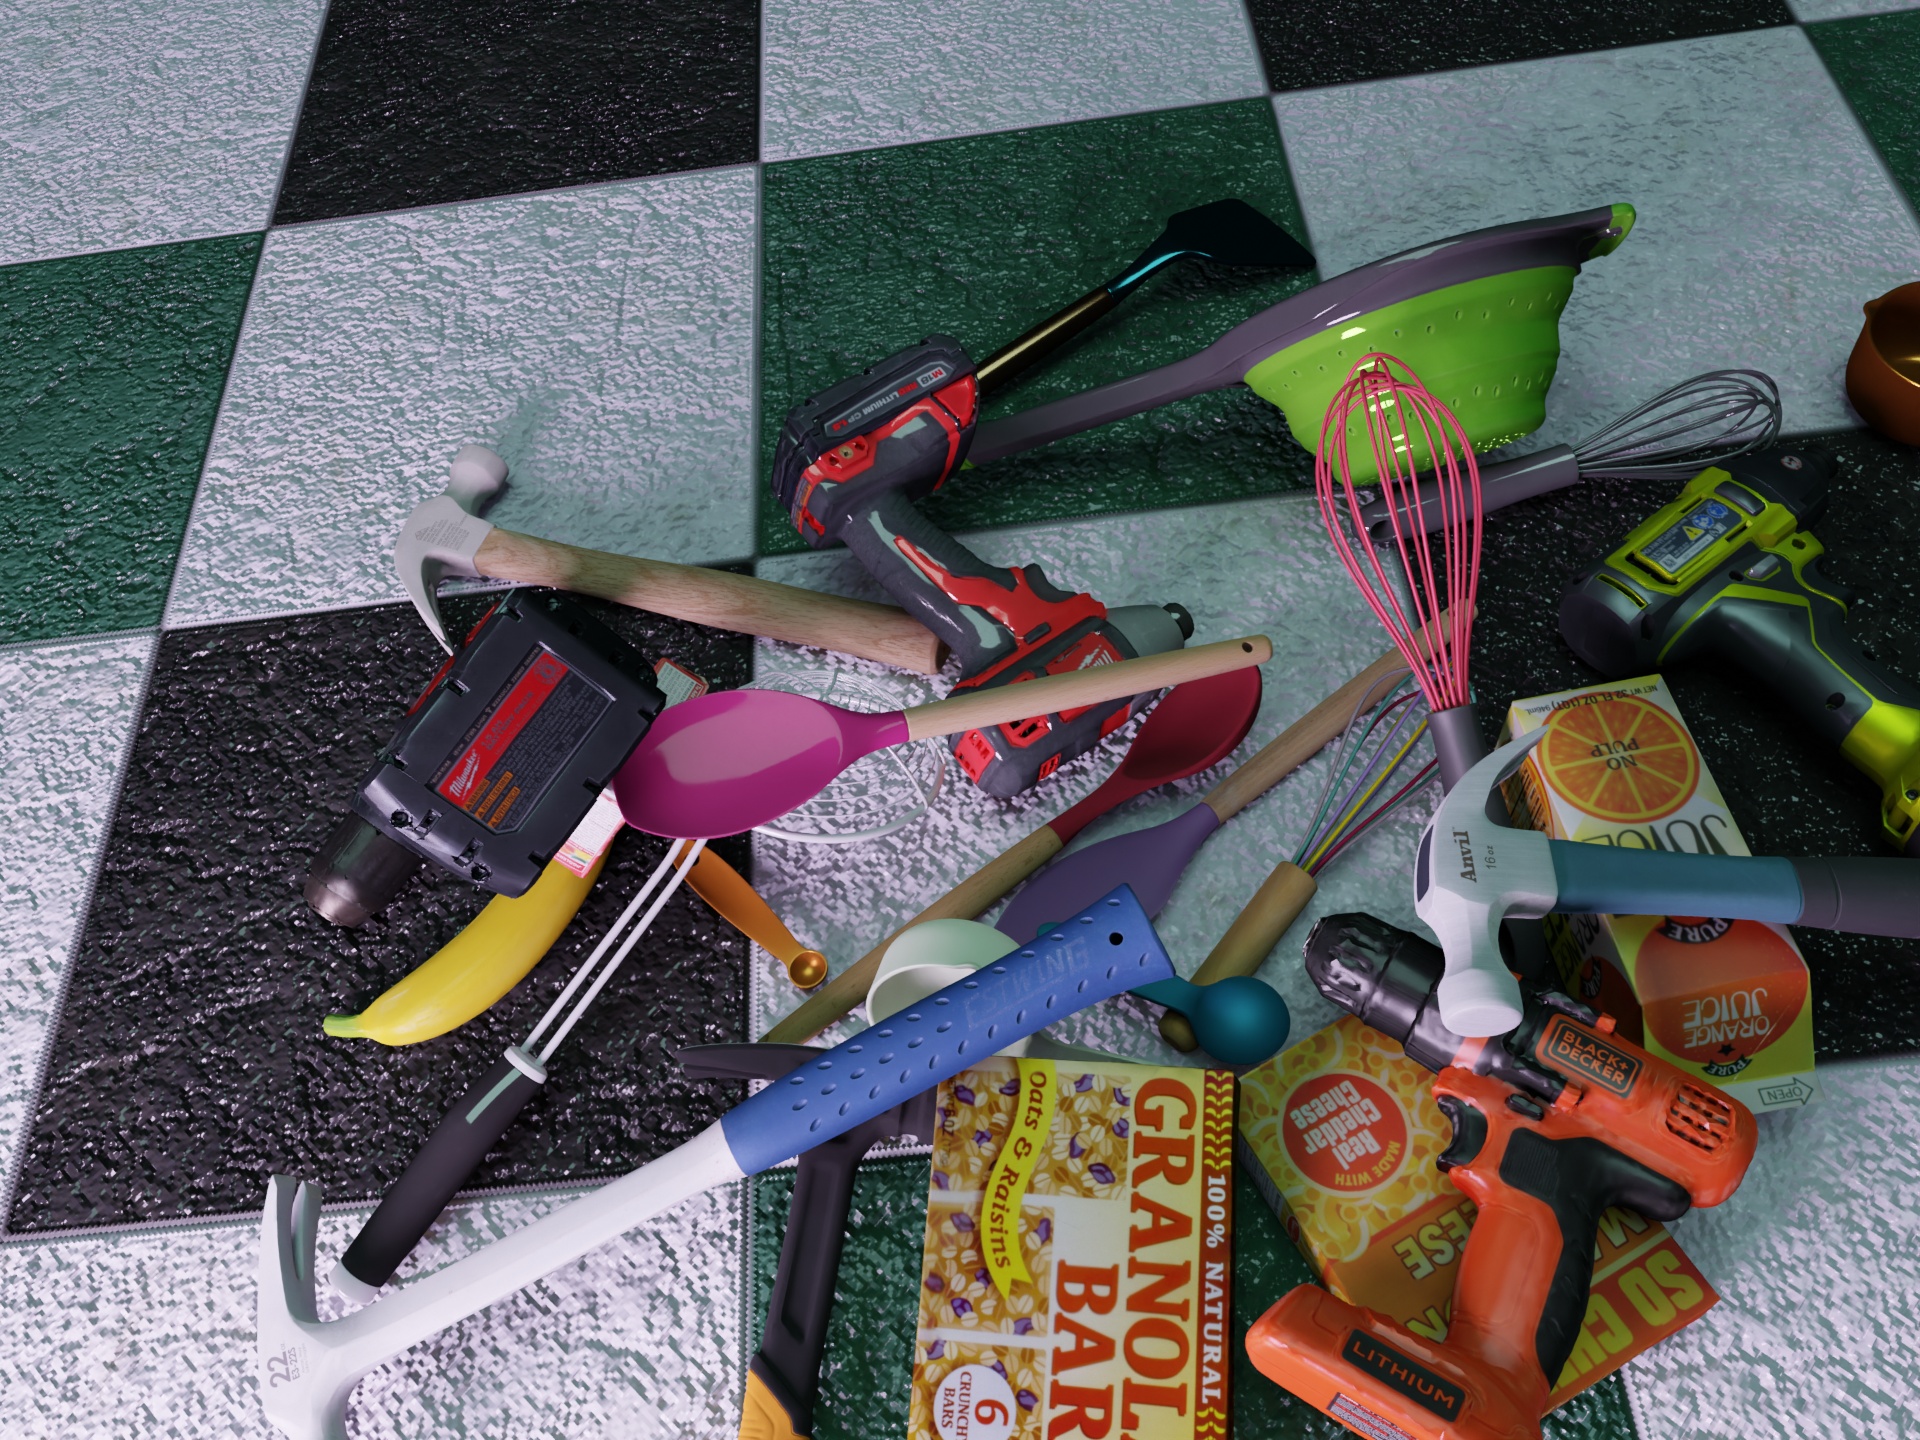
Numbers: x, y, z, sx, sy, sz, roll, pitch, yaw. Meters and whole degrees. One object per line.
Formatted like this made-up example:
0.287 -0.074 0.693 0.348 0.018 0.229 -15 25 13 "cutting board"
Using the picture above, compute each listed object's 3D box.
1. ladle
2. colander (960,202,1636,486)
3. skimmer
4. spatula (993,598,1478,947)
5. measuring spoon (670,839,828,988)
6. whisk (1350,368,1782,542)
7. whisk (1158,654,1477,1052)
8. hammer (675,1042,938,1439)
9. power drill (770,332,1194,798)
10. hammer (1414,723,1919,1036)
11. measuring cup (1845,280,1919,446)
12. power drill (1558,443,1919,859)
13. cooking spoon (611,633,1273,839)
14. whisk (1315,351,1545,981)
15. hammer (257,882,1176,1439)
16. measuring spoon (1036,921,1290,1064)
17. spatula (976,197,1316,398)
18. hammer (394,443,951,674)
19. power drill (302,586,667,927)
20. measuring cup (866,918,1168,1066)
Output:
0.025 0.071 0.766 0.315 0.031 0.069 -36 25 -12 "ladle"
0.166 -0.161 0.861 0.397 0.204 0.094 -15 90 16 "colander"
-0.149 0.120 0.751 0.127 0.090 0.363 31 78 31 "skimmer"
0.140 0.030 0.786 0.316 0.018 0.060 -36 50 -15 "spatula"
-0.105 0.094 0.783 0.021 0.011 0.117 -43 58 -16 "measuring spoon"
0.326 -0.136 0.857 0.239 0.055 0.055 -16 56 3 "whisk"
0.172 0.059 0.754 0.245 0.051 0.047 -49 27 -17 "whisk"
-0.084 0.292 0.630 0.127 0.034 0.337 7 59 3 "hammer"
0.013 -0.081 0.813 0.143 0.078 0.220 -32 78 -22 "power drill"
0.345 0.070 0.639 0.331 0.033 0.128 4 56 -5 "hammer"
0.552 -0.218 0.874 0.095 0.052 0.174 30 63 24 "measuring cup"
0.430 -0.039 0.760 0.171 0.080 0.223 -35 56 -15 "power drill"
-0.001 -0.002 0.736 0.319 0.017 0.069 -12 67 -13 "cooking spoon"
0.218 -0.024 0.723 0.073 0.073 0.296 -13 87 -1 "whisk"
-0.104 0.173 0.648 0.405 0.035 0.144 -28 63 1 "hammer"
0.086 0.112 0.707 0.129 0.021 0.042 21 54 32 "measuring spoon"
0.071 -0.235 0.967 0.317 0.044 0.082 -34 60 -9 "spatula"
-0.165 -0.072 0.884 0.331 0.031 0.130 13 59 15 "hammer"
-0.233 0.024 0.739 0.080 0.227 0.188 39 77 -19 "power drill"
0.042 0.134 0.711 0.167 0.083 0.038 16 41 -2 "measuring cup"
